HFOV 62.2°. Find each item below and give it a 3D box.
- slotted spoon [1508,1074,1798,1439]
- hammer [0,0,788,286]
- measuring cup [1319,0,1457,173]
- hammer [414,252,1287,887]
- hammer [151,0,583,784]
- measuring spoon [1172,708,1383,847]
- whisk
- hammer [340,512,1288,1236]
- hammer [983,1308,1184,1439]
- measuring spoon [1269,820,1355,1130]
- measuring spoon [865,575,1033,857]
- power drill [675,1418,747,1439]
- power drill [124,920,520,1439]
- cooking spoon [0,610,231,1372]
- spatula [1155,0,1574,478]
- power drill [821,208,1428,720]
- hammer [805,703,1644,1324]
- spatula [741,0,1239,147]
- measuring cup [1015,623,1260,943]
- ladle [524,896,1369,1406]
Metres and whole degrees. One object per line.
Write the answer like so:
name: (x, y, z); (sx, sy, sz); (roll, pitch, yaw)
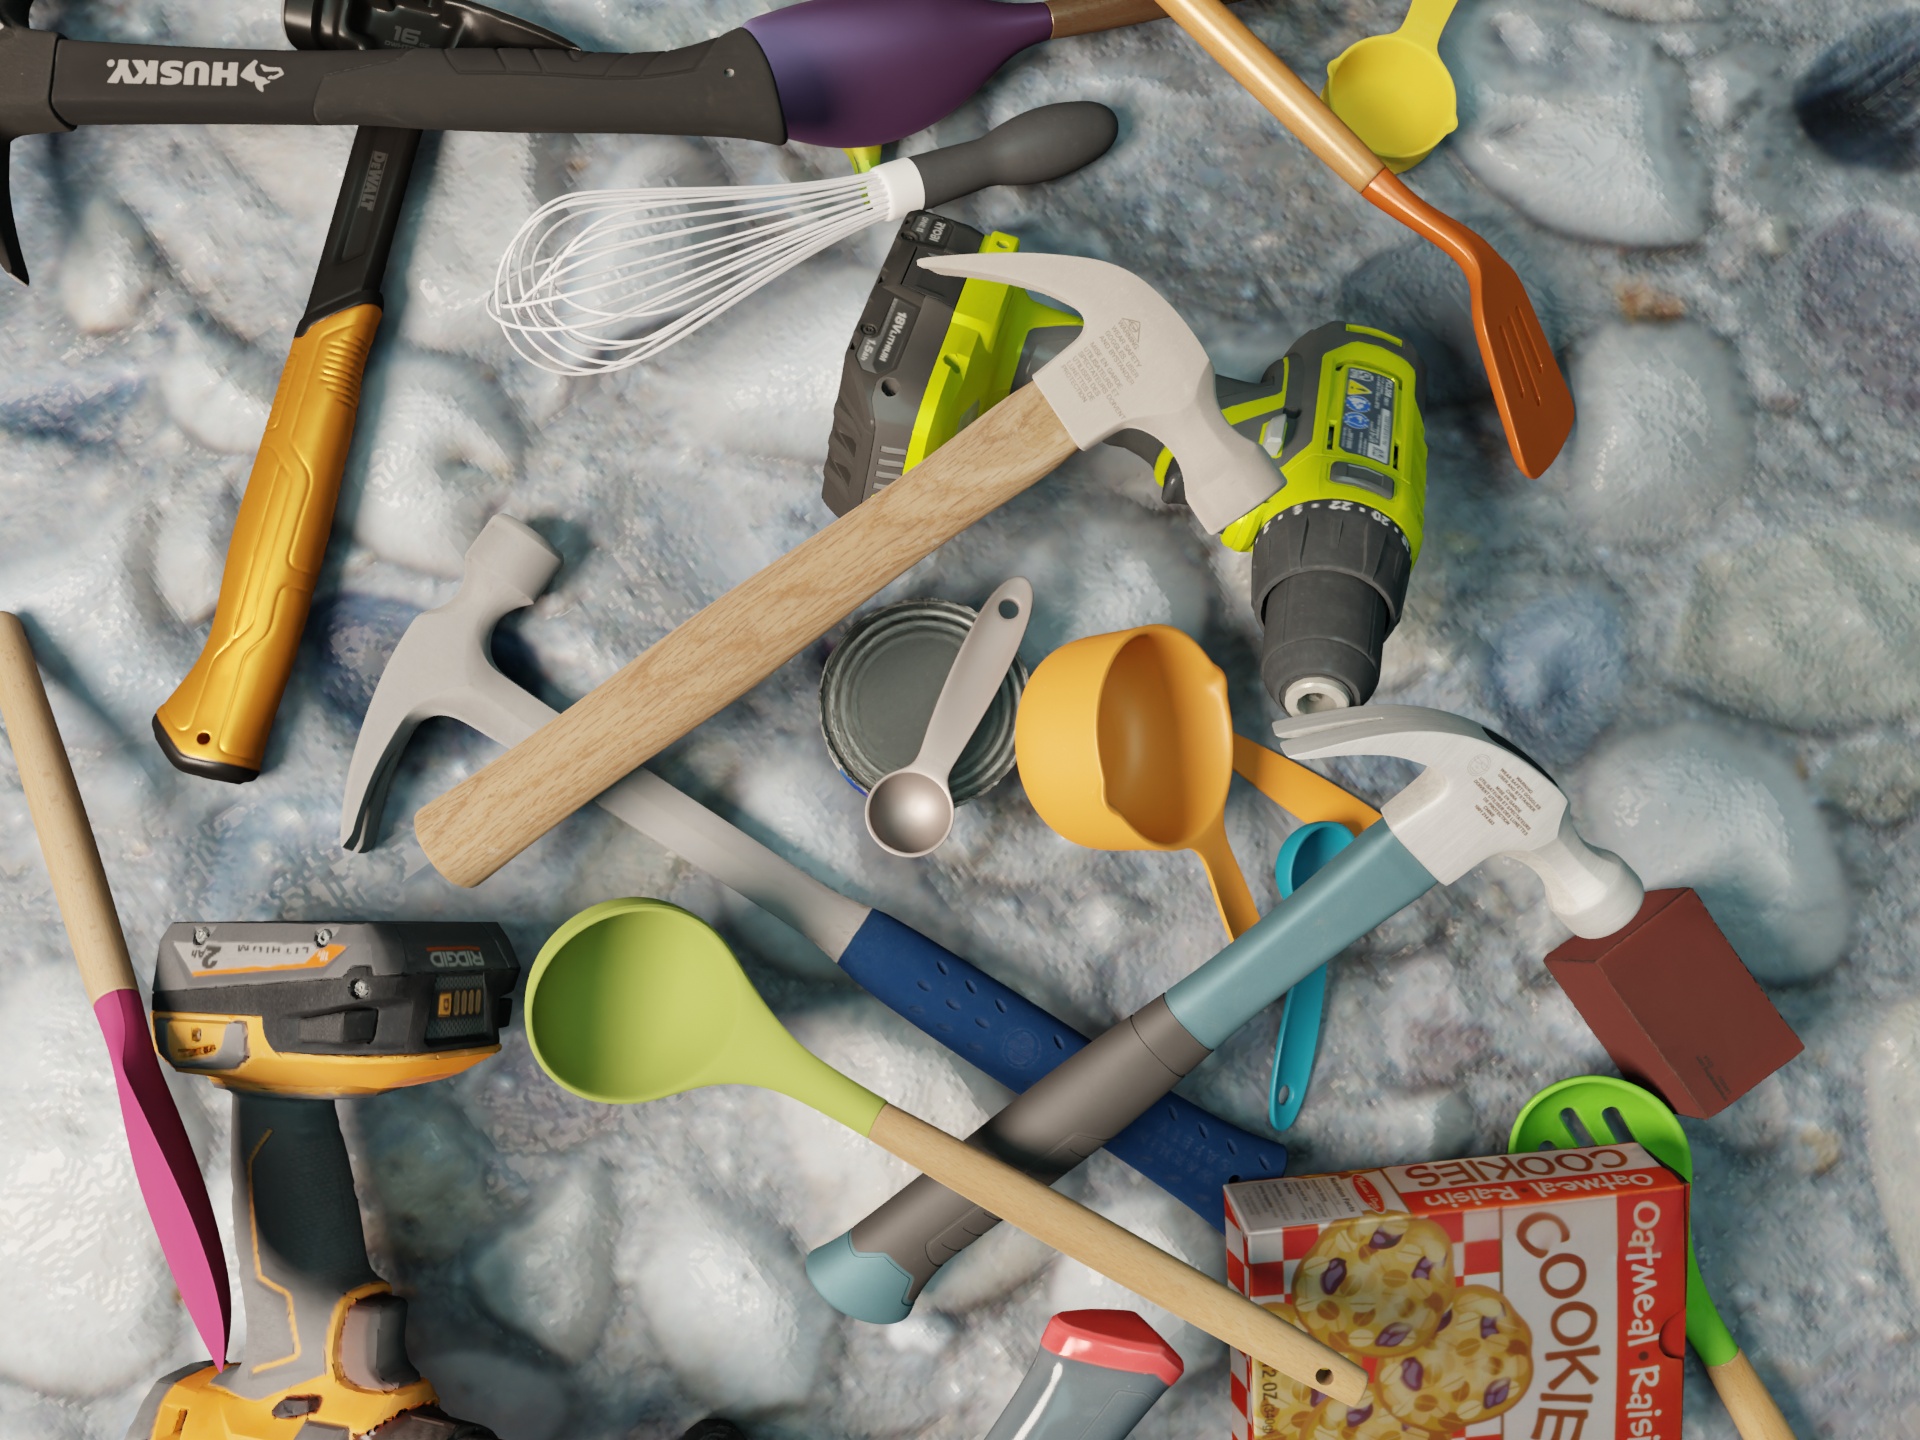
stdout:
slotted spoon: (0.318, 0.279, 0.641); (0.070, 0.031, 0.314); (-31, 88, 10)
hammer: (-0.235, -0.243, 0.623); (0.335, 0.035, 0.146); (2, 82, 1)
measuring cup: (0.205, -0.311, 0.709); (0.062, 0.029, 0.156); (25, 78, -1)
hammer: (-0.061, -0.043, 0.557); (0.331, 0.031, 0.130); (-33, 91, 13)
hammer: (-0.250, -0.138, 0.646); (0.127, 0.034, 0.337); (13, 82, -2)
measuring spoon: (0.141, 0.027, 0.666); (0.117, 0.011, 0.021); (32, 82, 0)
whisk: (-0.055, -0.207, 0.645); (0.284, 0.070, 0.070); (-25, 85, -21)
hammer: (-0.055, 0.085, 0.632); (0.405, 0.035, 0.144); (33, 81, 0)
hammer: (-0.056, 0.358, 0.522); (0.143, 0.038, 0.386); (45, 82, -5)
measuring spoon: (0.136, 0.104, 0.655); (0.042, 0.021, 0.128); (9, 90, -35)
measuring spoon: (-0.001, -0.002, 0.625); (0.034, 0.018, 0.124); (26, 75, 1)
power drill: (-0.049, 0.373, 0.577); (0.188, 0.080, 0.227); (-35, 90, -8)
power drill: (-0.206, 0.184, 0.556); (0.185, 0.084, 0.226); (-3, 83, 25)
cooking spoon: (-0.304, 0.078, 0.561); (0.017, 0.068, 0.319); (-13, 56, -35)
spatula: (0.149, -0.236, 0.665); (0.322, 0.041, 0.081); (45, 45, 1)
power drill: (0.068, -0.100, 0.614); (0.228, 0.080, 0.191); (17, 51, 0)
hammer: (0.074, 0.119, 0.578); (0.331, 0.033, 0.128); (-41, 103, 15)
spatula: (0.060, -0.302, 0.681); (0.316, 0.018, 0.059); (-19, 110, -14)
measuring cup: (0.079, 0.044, 0.642); (0.095, 0.052, 0.173); (-43, 117, -40)
ladle: (-0.009, 0.155, 0.552); (0.320, 0.062, 0.078); (26, 96, 11)
